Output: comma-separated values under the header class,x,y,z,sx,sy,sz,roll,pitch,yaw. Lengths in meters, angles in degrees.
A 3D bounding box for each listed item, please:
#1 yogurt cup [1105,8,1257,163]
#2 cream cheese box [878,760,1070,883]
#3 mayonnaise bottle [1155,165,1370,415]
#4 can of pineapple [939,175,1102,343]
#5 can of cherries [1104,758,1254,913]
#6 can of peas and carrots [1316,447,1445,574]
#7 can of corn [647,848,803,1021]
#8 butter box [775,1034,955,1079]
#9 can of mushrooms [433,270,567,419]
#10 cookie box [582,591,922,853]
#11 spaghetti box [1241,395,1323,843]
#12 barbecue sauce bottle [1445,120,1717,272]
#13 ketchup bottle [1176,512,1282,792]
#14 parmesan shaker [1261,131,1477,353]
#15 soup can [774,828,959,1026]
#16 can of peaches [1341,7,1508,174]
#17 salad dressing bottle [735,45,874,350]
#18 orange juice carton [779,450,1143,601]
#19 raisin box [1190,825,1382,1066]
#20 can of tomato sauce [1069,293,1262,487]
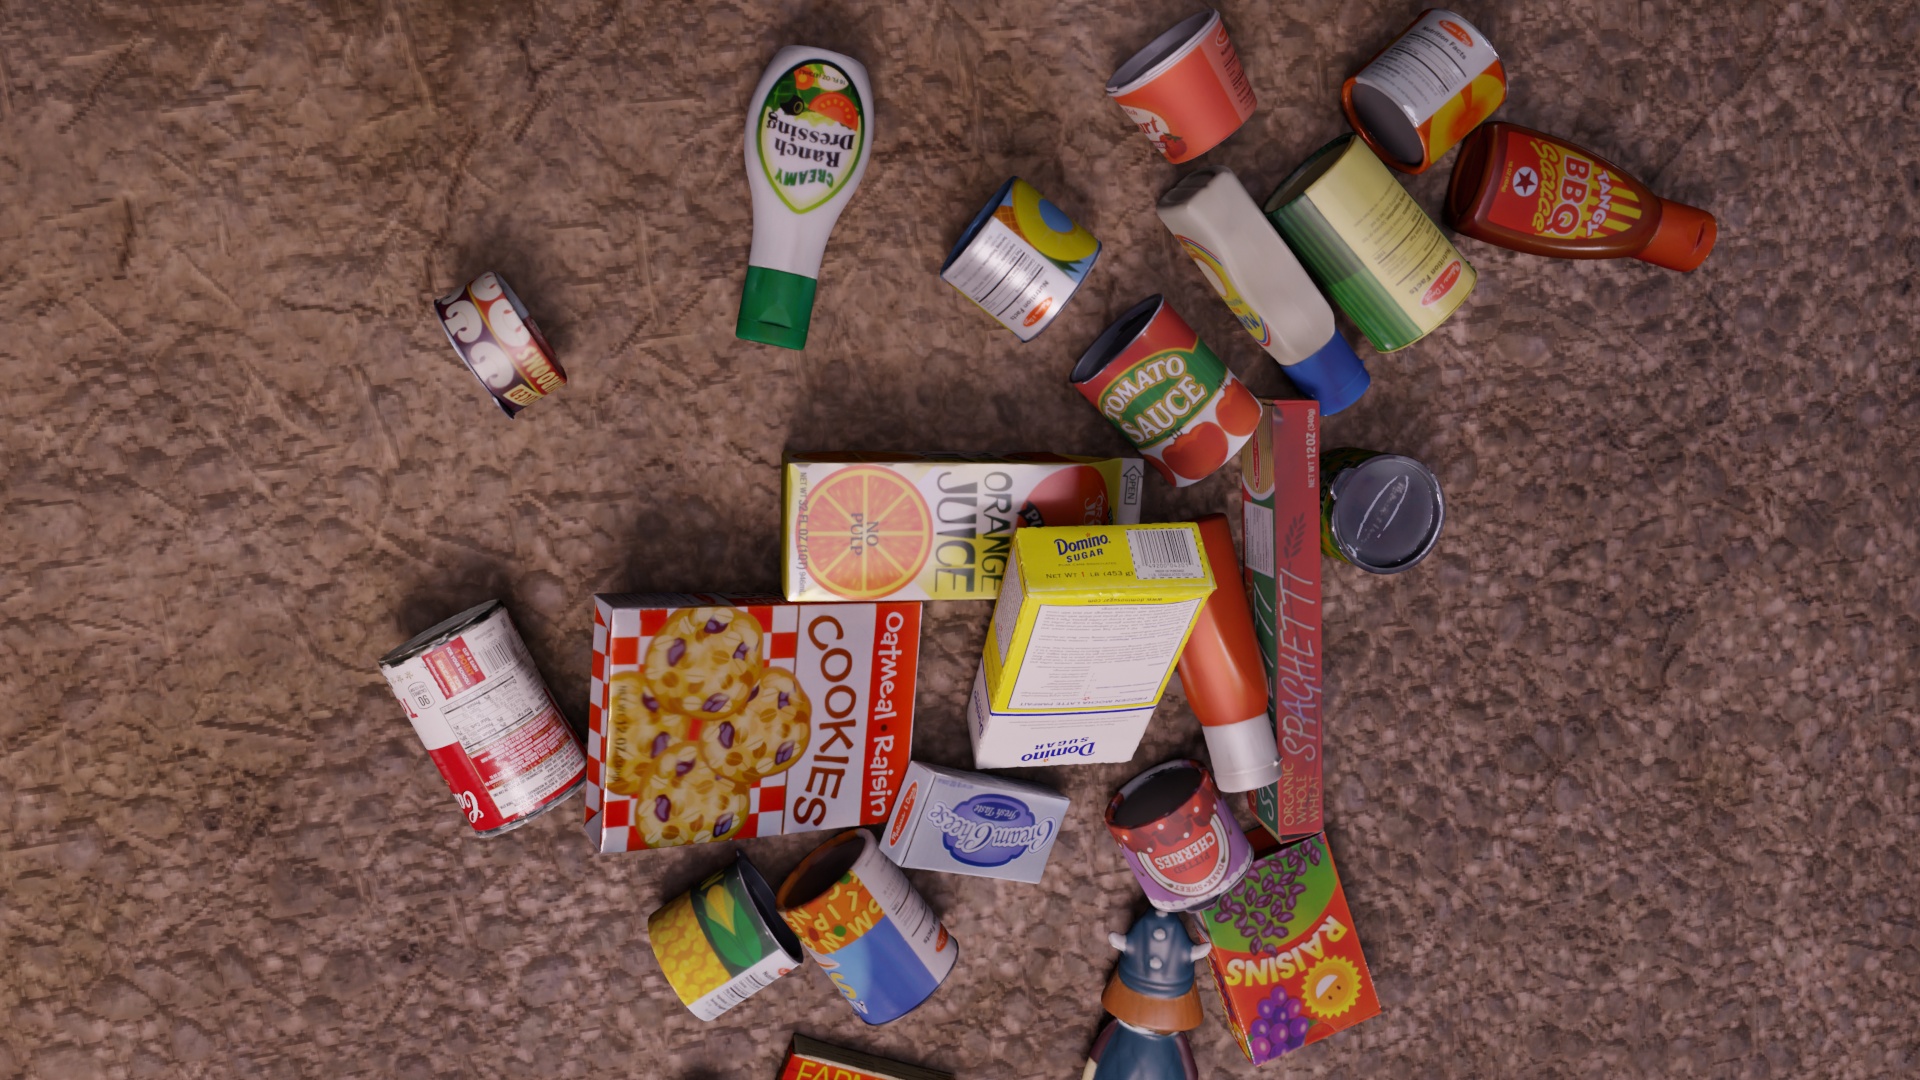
class,x,y,z,sx,sy,sz,roll,pitch,yaw
yogurt cup,0.118,-0.235,0.726,0.072,0.072,0.054,-40,111,-2
cream cheese box,0.010,0.155,0.761,0.104,0.024,0.053,18,94,-38
mayonnaise bottle,0.167,-0.133,0.751,0.041,0.065,0.148,-41,107,1
can of pineapple,0.031,-0.147,0.722,0.058,0.071,0.071,36,91,-13
can of cherries,0.123,0.165,0.779,0.071,0.071,0.058,-30,102,-4
can of peas and carrots,0.225,-0.019,0.778,0.071,0.059,0.071,-1,98,-10
can of corn,-0.127,0.211,0.745,0.058,0.071,0.071,-32,102,-4
butter box,-0.057,0.323,0.794,0.103,0.024,0.053,19,94,-13
can of mushrooms,-0.223,-0.095,0.681,0.033,0.071,0.071,-32,102,-6
cookie box,-0.105,0.089,0.718,0.168,0.040,0.122,0,99,-30
spaghetti box,0.181,0.043,0.783,0.029,0.050,0.249,-5,99,-9
barbecue sauce bottle,0.352,-0.187,0.785,0.149,0.044,0.064,12,95,-12
ketchup bottle,0.141,0.061,0.760,0.043,0.065,0.148,-15,90,29
parmesan shaker,0.222,-0.163,0.754,0.071,0.071,0.103,-45,102,-1
soup can,-0.053,0.211,0.758,0.071,0.071,0.083,-36,102,-3
can of peaches,0.249,-0.239,0.749,0.058,0.071,0.071,-41,103,-2
salad dressing bottle,-0.083,-0.172,0.708,0.064,0.044,0.147,10,96,-12
orange juice carton,0.003,-0.009,0.732,0.193,0.073,0.071,0,98,-11
raisin box,0.187,0.234,0.818,0.086,0.040,0.123,-21,102,-7
can of tomato sauce,0.110,-0.078,0.743,0.071,0.071,0.083,-46,104,-1
